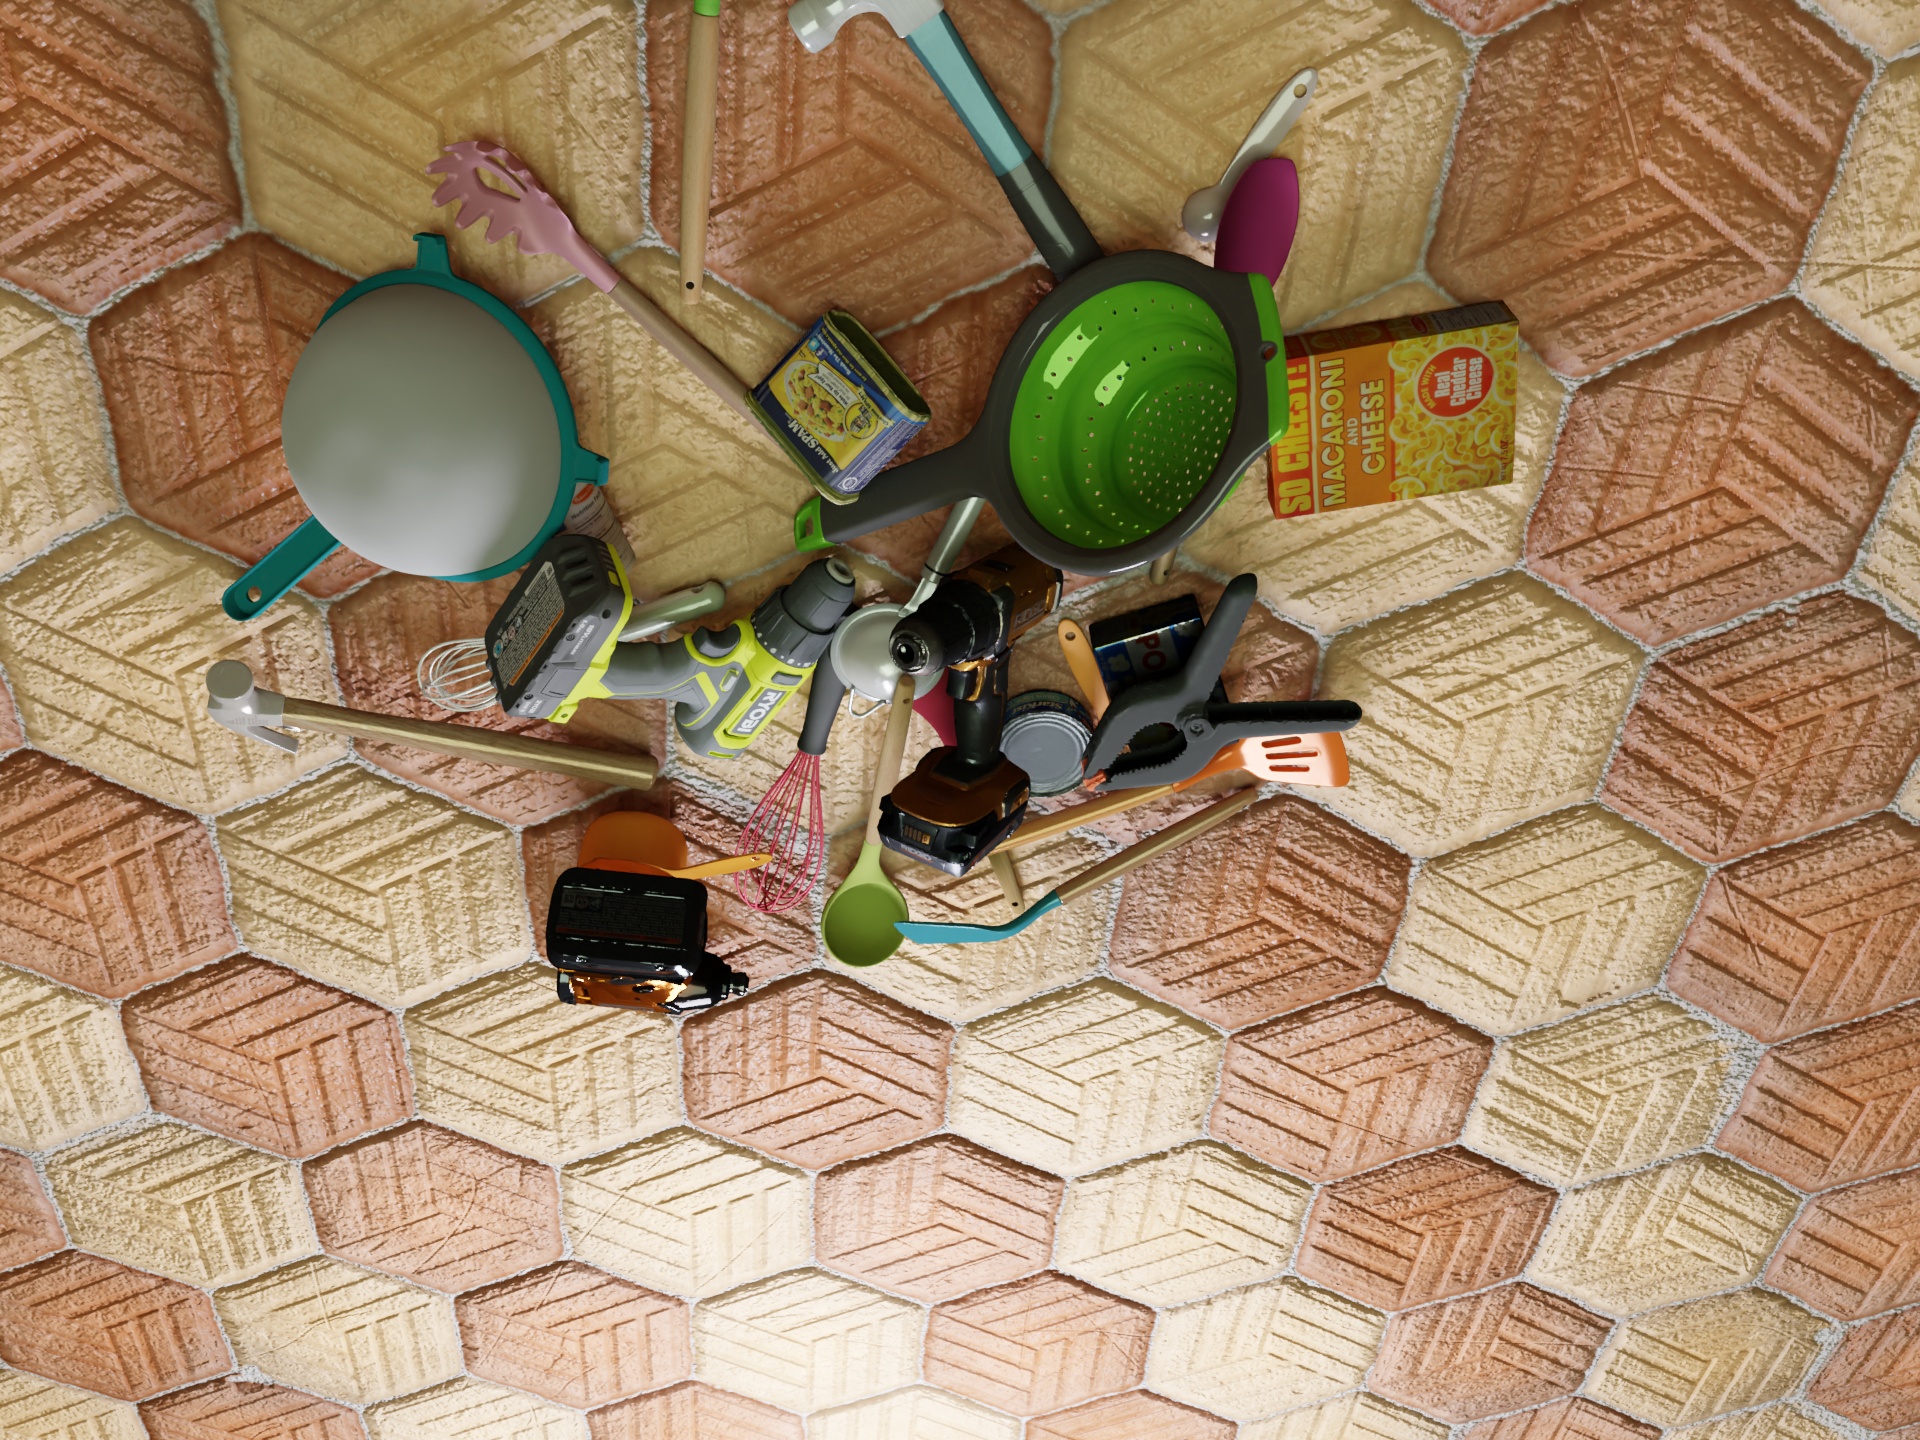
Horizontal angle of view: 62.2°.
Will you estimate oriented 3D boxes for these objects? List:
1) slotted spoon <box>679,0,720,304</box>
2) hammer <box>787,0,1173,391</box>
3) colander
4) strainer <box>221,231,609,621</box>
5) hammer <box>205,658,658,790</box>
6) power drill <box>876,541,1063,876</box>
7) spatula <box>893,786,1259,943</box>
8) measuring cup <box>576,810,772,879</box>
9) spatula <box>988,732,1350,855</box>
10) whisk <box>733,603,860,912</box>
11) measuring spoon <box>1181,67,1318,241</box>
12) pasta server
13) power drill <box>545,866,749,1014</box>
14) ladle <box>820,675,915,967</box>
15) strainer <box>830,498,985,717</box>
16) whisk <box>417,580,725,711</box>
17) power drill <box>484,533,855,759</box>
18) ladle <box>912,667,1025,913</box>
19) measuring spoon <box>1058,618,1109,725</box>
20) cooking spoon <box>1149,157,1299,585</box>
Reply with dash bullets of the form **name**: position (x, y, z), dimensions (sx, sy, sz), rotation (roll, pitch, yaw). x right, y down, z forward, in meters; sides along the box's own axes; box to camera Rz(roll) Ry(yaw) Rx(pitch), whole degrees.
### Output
- **slotted spoon**: position (-0.154, -0.401, 0.963), dimensions (0.070, 0.031, 0.313), rotation (7, 127, -6)
- **hammer**: position (0.040, -0.340, 1.006), dimensions (0.128, 0.033, 0.330), rotation (-28, 121, 19)
- **colander**: position (0.056, -0.170, 1.062), dimensions (0.397, 0.205, 0.094), rotation (-14, 164, 37)
- **strainer**: position (-0.412, -0.150, 1.060), dimensions (0.340, 0.095, 0.211), rotation (-32, 98, 25)
- **hammer**: position (-0.401, 0.014, 1.229), dimensions (0.331, 0.031, 0.130), rotation (11, 161, -18)
- **power drill**: position (-0.002, -0.004, 1.139), dimensions (0.084, 0.185, 0.226), rotation (21, 118, 22)
- **spatula**: position (0.100, 0.124, 1.322), dimensions (0.317, 0.044, 0.082), rotation (-28, 155, 4)
- **measuring cup**: position (-0.228, 0.103, 1.287), dimensions (0.173, 0.052, 0.095), rotation (-11, 145, 19)
- **spatula**: position (0.149, 0.064, 1.284), dimensions (0.322, 0.041, 0.081), rotation (-20, 124, 7)
- **whisk**: position (-0.124, 0.037, 1.262), dimensions (0.073, 0.073, 0.295), rotation (13, 118, -10)
- **measuring spoon**: position (0.185, -0.355, 1.005), dimensions (0.034, 0.018, 0.124), rotation (27, 120, -19)
- **pasta server**: position (-0.210, -0.265, 1.053), dimensions (0.060, 0.040, 0.316), rotation (-30, 123, 33)
- **power drill**: position (-0.255, 0.192, 1.310), dimensions (0.164, 0.084, 0.226), rotation (7, 157, -6)
- **ladle**: position (-0.061, 0.087, 1.260), dimensions (0.078, 0.062, 0.320), rotation (-8, 141, -19)
- **strainer**: position (-0.024, -0.100, 1.156), dimensions (0.086, 0.050, 0.258), rotation (23, 111, -13)
- **whisk**: position (-0.293, -0.060, 1.195), dimensions (0.246, 0.058, 0.059), rotation (-17, 116, 6)
- **power drill**: position (-0.199, -0.059, 1.132), dimensions (0.228, 0.080, 0.190), rotation (10, 134, -44)
- **ladle**: position (0.004, 0.046, 1.288), dimensions (0.069, 0.031, 0.315), rotation (-13, 127, 12)
- **measuring spoon**: position (0.101, -0.031, 1.241), dimensions (0.021, 0.011, 0.116), rotation (-19, 124, 12)
- **cooking spoon**: position (0.171, -0.228, 1.092), dimensions (0.068, 0.017, 0.318), rotation (-15, 134, -30)
